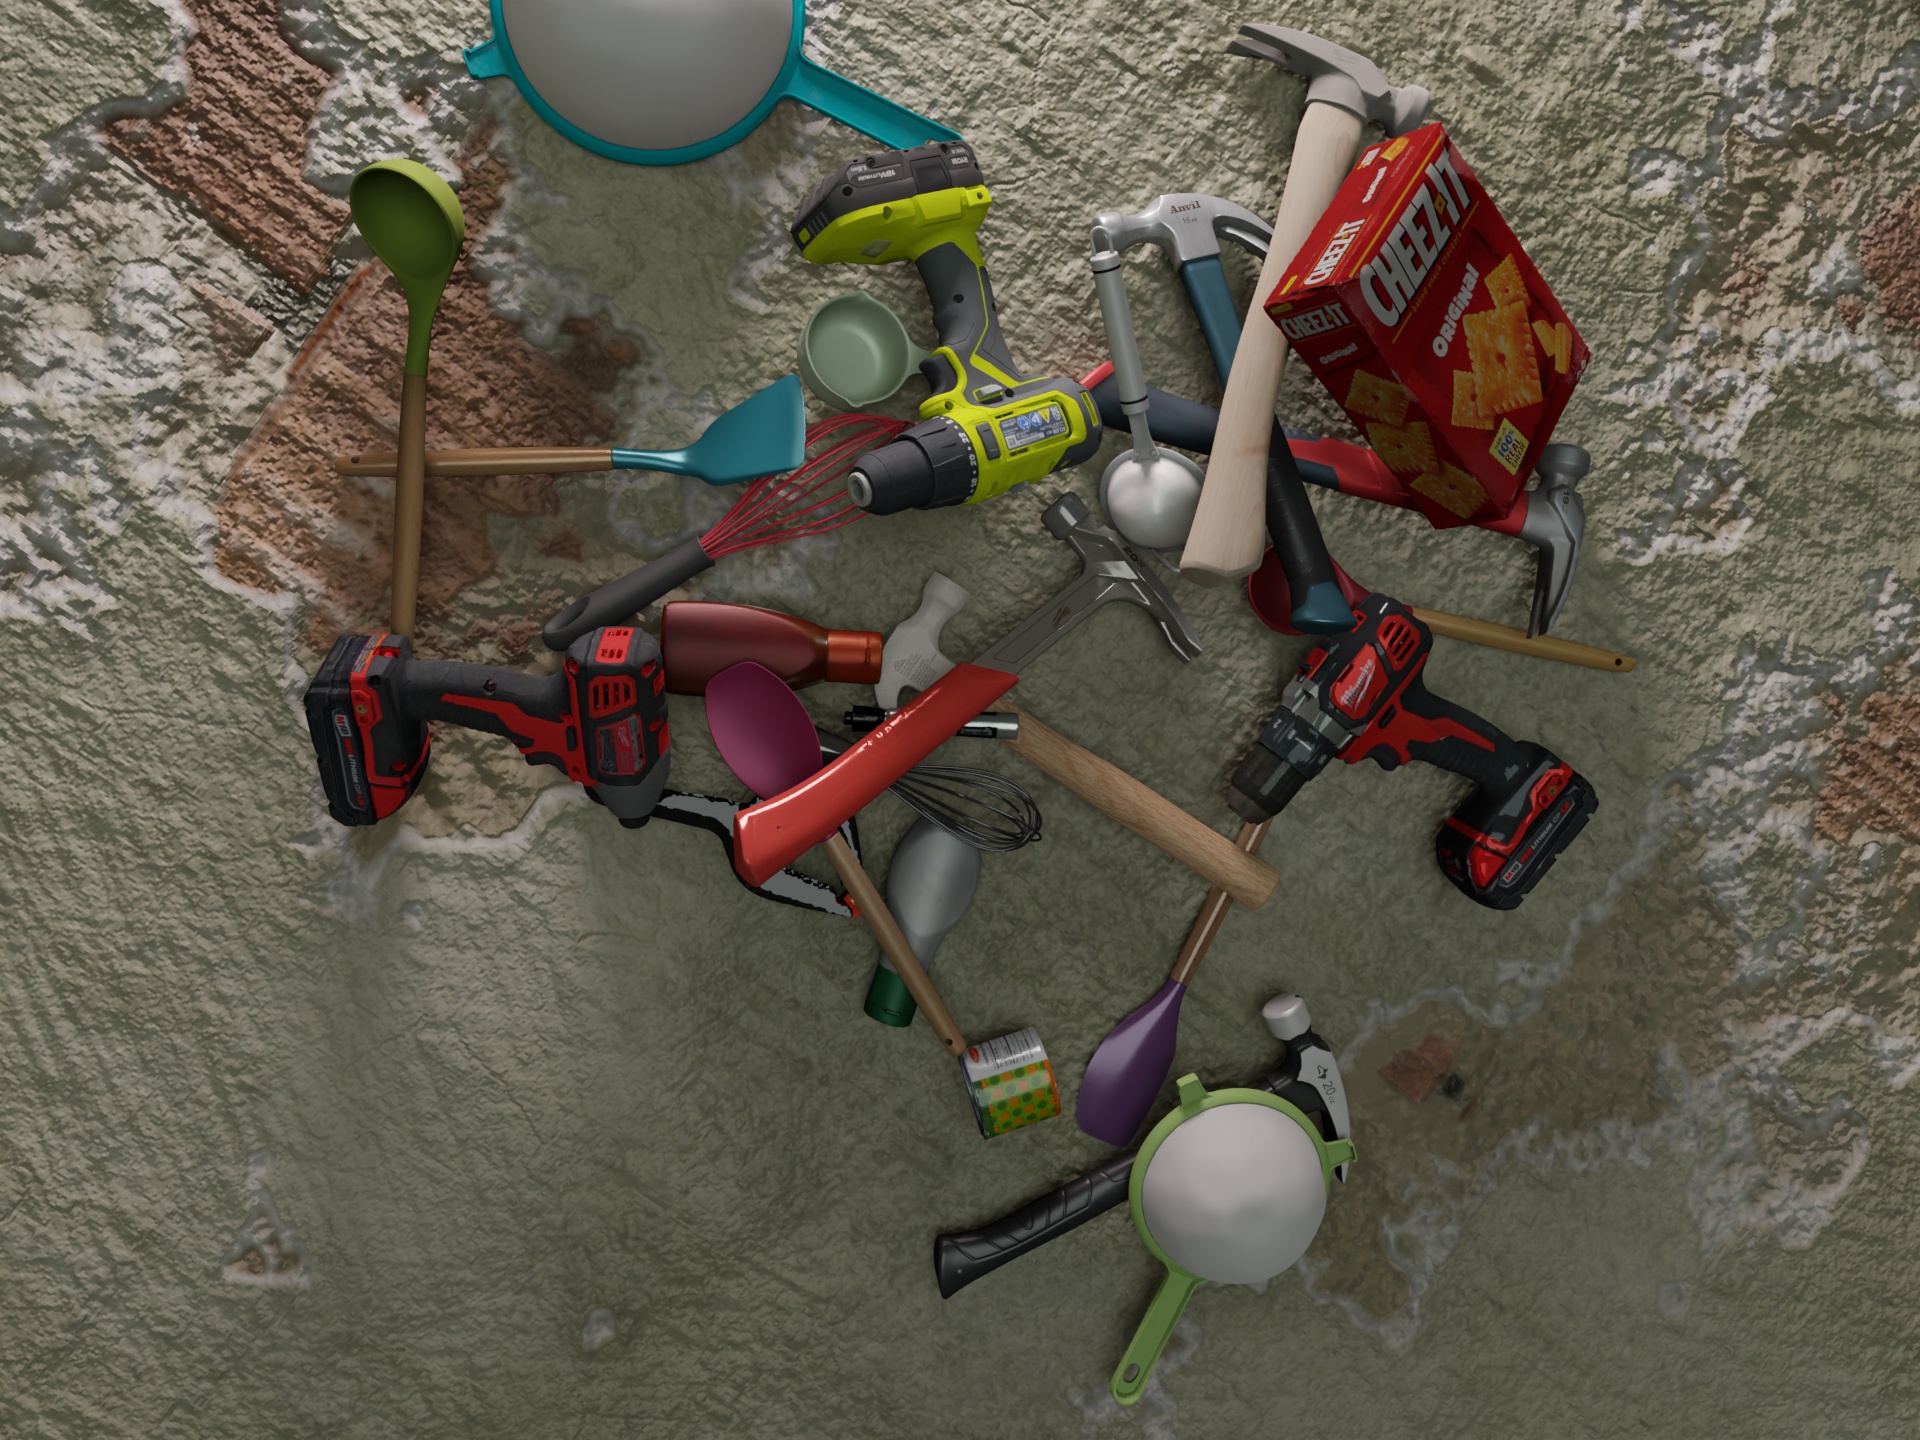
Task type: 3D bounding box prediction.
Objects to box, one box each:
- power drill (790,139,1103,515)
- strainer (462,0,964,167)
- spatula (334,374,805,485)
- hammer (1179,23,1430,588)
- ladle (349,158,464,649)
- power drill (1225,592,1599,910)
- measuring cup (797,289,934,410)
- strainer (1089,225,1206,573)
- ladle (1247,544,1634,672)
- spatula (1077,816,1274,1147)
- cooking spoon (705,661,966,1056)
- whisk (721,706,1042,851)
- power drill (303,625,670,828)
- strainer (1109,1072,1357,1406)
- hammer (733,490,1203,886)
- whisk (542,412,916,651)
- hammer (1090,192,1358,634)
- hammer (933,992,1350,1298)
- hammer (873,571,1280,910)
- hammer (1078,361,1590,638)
[{"bbox_3d":[-0.022,-0.251,1.051,0.190,0.080,0.228,-23,92,-33],"label":"power drill"},{"bbox_3d":[-0.148,-0.455,1.046,0.340,0.095,0.211,24,91,-7],"label":"strainer"},{"bbox_3d":[-0.263,-0.185,1.078,0.317,0.044,0.082,-3,61,-5],"label":"spatula"},{"bbox_3d":[0.206,-0.283,1.076,0.146,0.038,0.411,20,74,-8],"label":"hammer"},{"bbox_3d":[-0.365,-0.199,1.037,0.078,0.062,0.320,8,97,22],"label":"ladle"},{"bbox_3d":[0.319,0.043,1.146,0.226,0.080,0.188,38,93,-11],"label":"power drill"},{"bbox_3d":[-0.035,-0.246,1.112,0.167,0.038,0.083,6,82,-25],"label":"measuring cup"},{"bbox_3d":[0.119,-0.207,1.085,0.087,0.050,0.258,-1,119,29],"label":"strainer"},{"bbox_3d":[0.356,-0.073,1.177,0.315,0.031,0.069,12,95,-10],"label":"ladle"},{"bbox_3d":[0.171,0.169,1.176,0.059,0.018,0.316,27,92,-11],"label":"spatula"},{"bbox_3d":[-0.077,0.100,1.086,0.069,0.017,0.318,-26,104,15],"label":"cooking spoon"},{"bbox_3d":[-0.054,0.035,1.088,0.239,0.055,0.055,21,92,-4],"label":"whisk"},{"bbox_3d":[-0.301,0.010,1.046,0.219,0.079,0.143,0,123,-2],"label":"power drill"},{"bbox_3d":[0.177,0.391,1.135,0.151,0.069,0.256,25,96,-12],"label":"strainer"},{"bbox_3d":[-0.002,-0.003,1.067,0.359,0.036,0.149,-39,88,-22],"label":"hammer"},{"bbox_3d":[-0.158,-0.127,1.092,0.296,0.073,0.073,-30,98,1],"label":"whisk"},{"bbox_3d":[0.200,-0.213,1.099,0.128,0.033,0.331,-16,80,-11],"label":"hammer"},{"bbox_3d":[0.131,0.337,1.171,0.335,0.035,0.146,-27,105,-2],"label":"hammer"},{"bbox_3d":[0.083,0.037,1.138,0.331,0.031,0.130,33,91,-5],"label":"hammer"},{"bbox_3d":[0.261,-0.170,1.142,0.386,0.038,0.143,13,82,-7],"label":"hammer"}]
